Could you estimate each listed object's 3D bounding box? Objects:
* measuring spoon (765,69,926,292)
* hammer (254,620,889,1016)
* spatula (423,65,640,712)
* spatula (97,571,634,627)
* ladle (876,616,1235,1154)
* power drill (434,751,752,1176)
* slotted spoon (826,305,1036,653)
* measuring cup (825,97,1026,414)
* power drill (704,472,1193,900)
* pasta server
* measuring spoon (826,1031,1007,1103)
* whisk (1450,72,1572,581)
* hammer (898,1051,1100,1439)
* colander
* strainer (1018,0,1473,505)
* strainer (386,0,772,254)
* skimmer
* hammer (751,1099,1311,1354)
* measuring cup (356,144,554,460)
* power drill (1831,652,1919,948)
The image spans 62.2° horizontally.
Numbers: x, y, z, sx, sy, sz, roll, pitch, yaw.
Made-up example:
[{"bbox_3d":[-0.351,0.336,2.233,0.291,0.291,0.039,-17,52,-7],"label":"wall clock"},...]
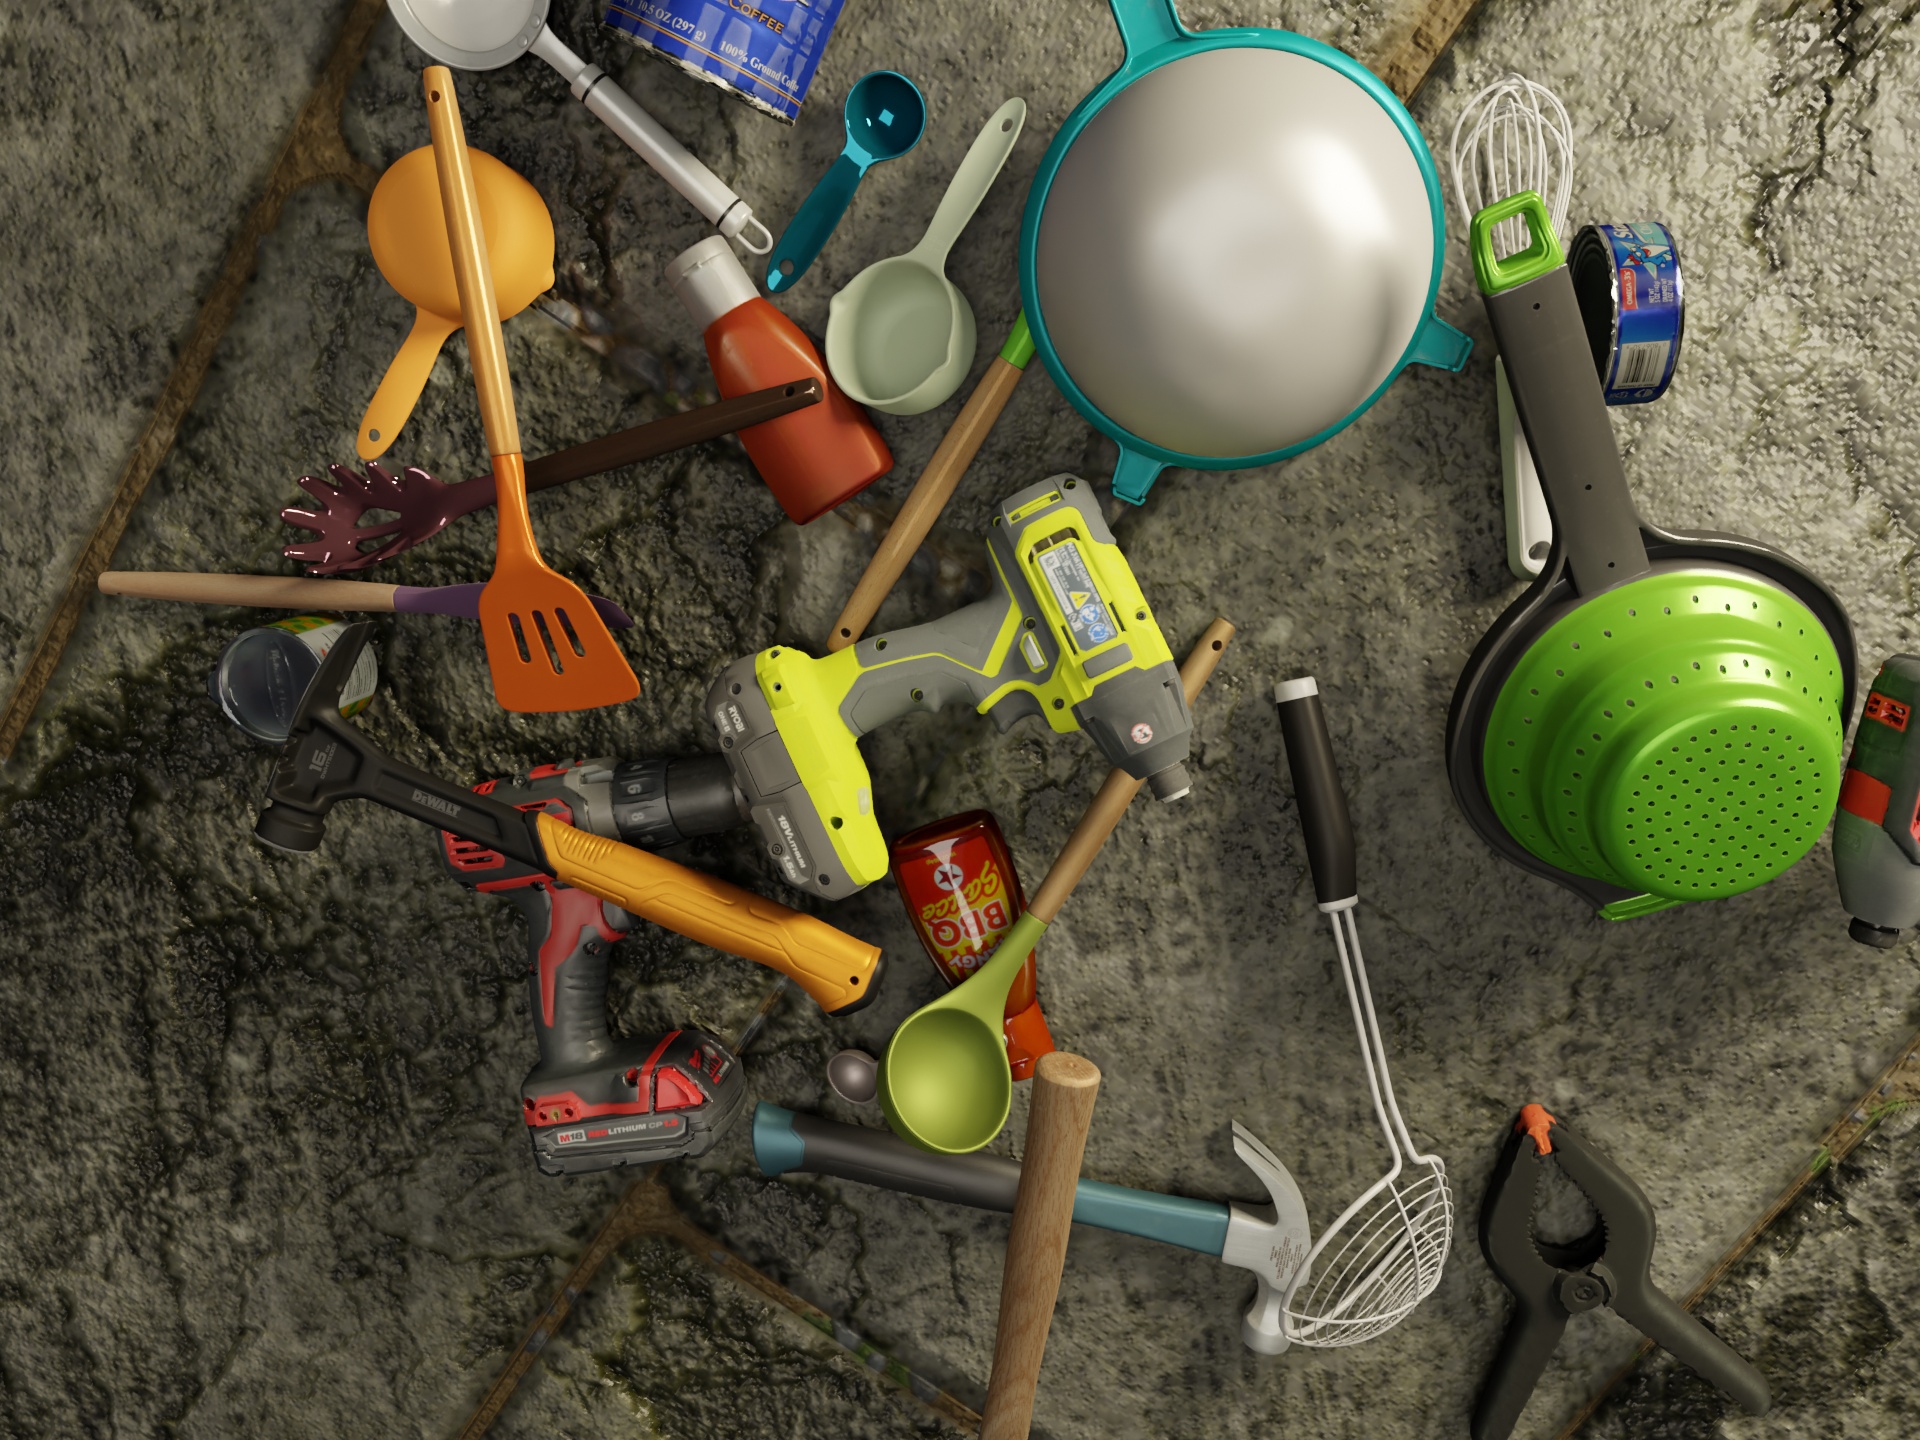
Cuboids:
[{"bbox_3d":[-0.061,-0.275,0.821,0.042,0.021,0.128,38,113,-4],"label":"measuring spoon"},{"bbox_3d":[-0.193,0.067,0.837,0.337,0.034,0.127,23,96,-1],"label":"hammer"},{"bbox_3d":[-0.231,-0.159,0.803,0.081,0.041,0.322,-6,100,10],"label":"spatula"},{"bbox_3d":[-0.338,-0.070,0.886,0.316,0.059,0.018,4,73,10],"label":"spatula"},{"bbox_3d":[0.058,0.085,0.836,0.078,0.062,0.320,33,90,-18],"label":"ladle"},{"bbox_3d":[-0.181,0.128,0.896,0.188,0.080,0.226,-10,98,9],"label":"power drill"},{"bbox_3d":[0.011,-0.166,0.830,0.070,0.031,0.313,32,106,-1],"label":"slotted spoon"},{"bbox_3d":[-0.005,-0.232,0.804,0.083,0.038,0.167,34,98,28],"label":"measuring cup"},{"bbox_3d":[-0.001,-0.003,0.818,0.223,0.080,0.171,-26,86,9],"label":"power drill"},{"bbox_3d":[-0.219,-0.133,0.836,0.316,0.040,0.060,-13,79,19],"label":"pasta server"},{"bbox_3d":[-0.023,0.191,0.903,0.124,0.018,0.034,-21,101,30],"label":"measuring spoon"},{"bbox_3d":[0.277,-0.188,0.783,0.058,0.059,0.246,-10,107,-2],"label":"whisk"},{"bbox_3d":[0.040,0.333,0.907,0.130,0.031,0.331,11,114,7],"label":"hammer"},{"bbox_3d":[0.314,-0.047,0.732,0.204,0.095,0.396,-22,116,11],"label":"colander"},{"bbox_3d":[0.110,-0.267,0.726,0.211,0.095,0.340,-22,112,7],"label":"strainer"},{"bbox_3d":[-0.196,-0.329,0.810,0.258,0.050,0.087,42,113,-10],"label":"strainer"},{"bbox_3d":[0.195,0.160,0.867,0.090,0.127,0.363,-12,90,51],"label":"skimmer"},{"bbox_3d":[0.039,0.274,0.923,0.331,0.033,0.128,11,105,4],"label":"hammer"},{"bbox_3d":[-0.279,-0.215,0.825,0.095,0.052,0.173,28,93,-1],"label":"measuring cup"},{"bbox_3d":[0.534,0.050,0.770,0.219,0.079,0.143,7,104,-6],"label":"power drill"}]
